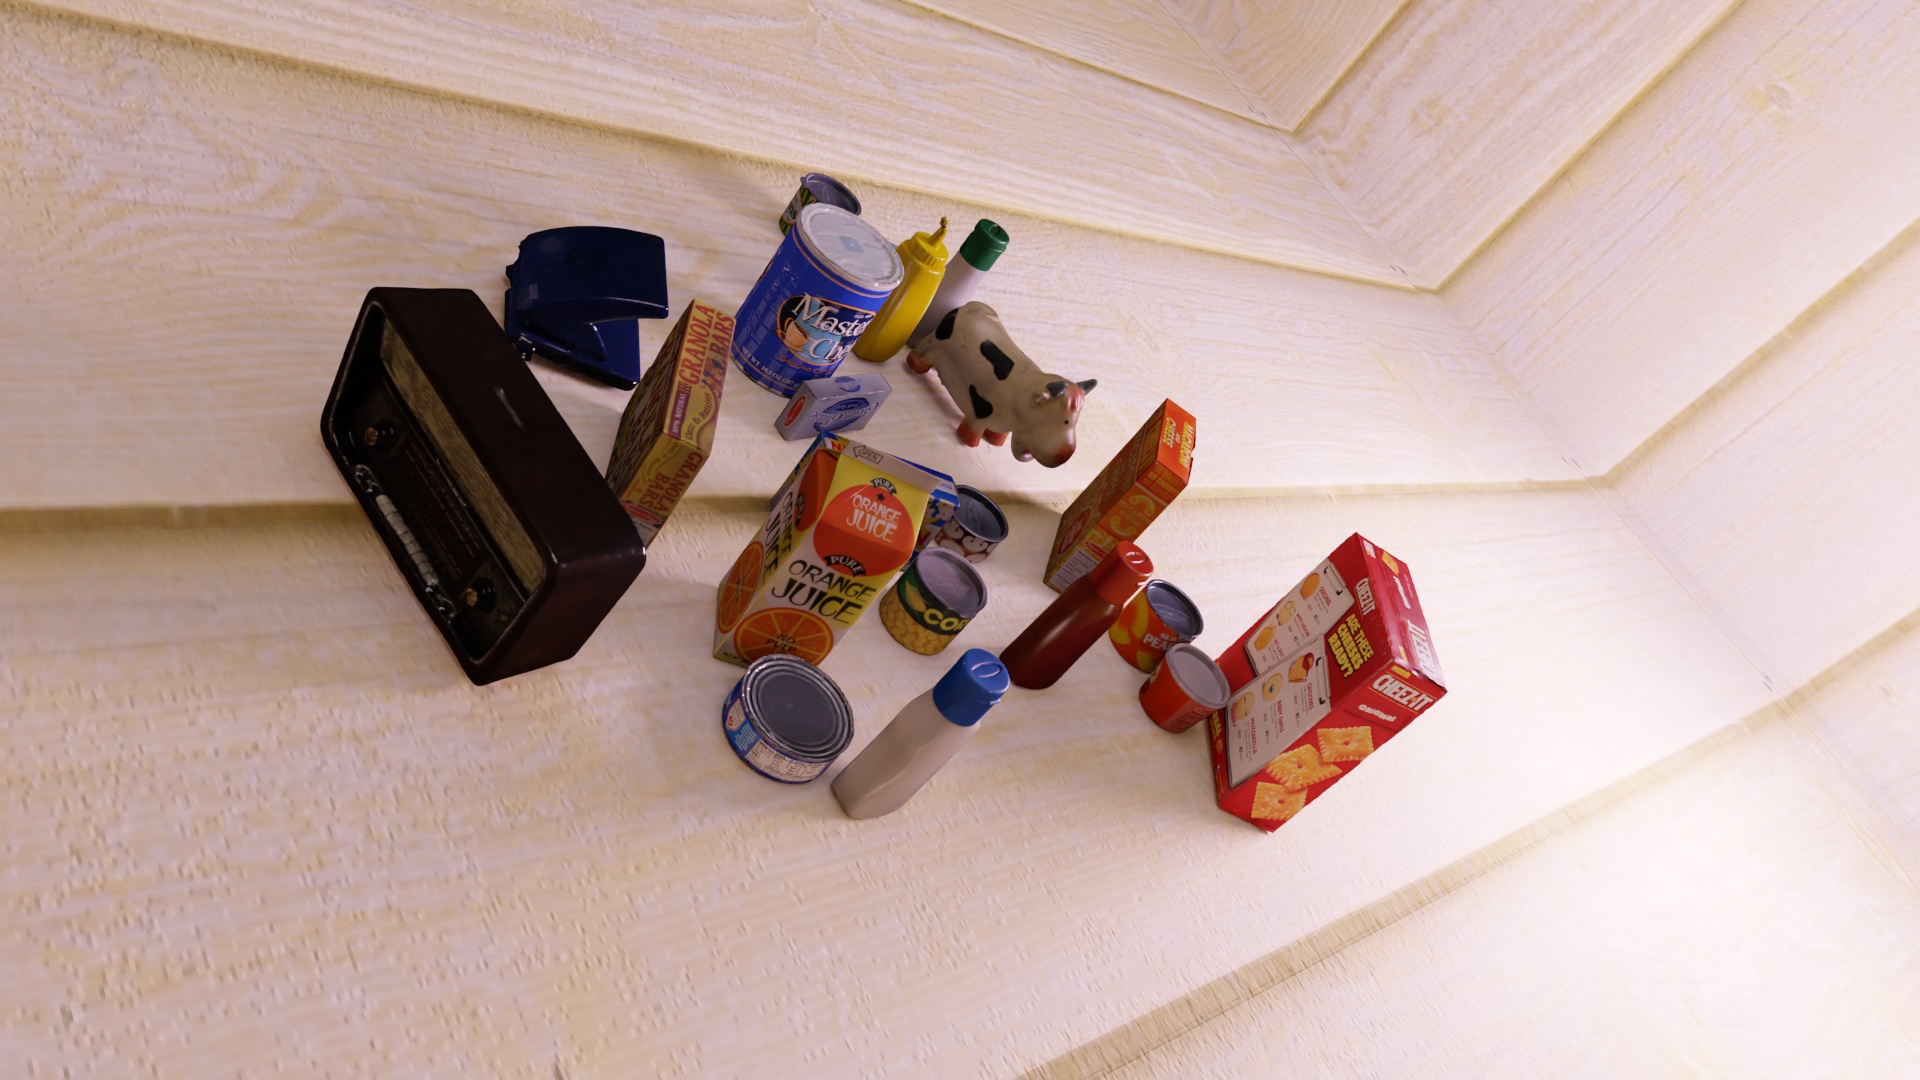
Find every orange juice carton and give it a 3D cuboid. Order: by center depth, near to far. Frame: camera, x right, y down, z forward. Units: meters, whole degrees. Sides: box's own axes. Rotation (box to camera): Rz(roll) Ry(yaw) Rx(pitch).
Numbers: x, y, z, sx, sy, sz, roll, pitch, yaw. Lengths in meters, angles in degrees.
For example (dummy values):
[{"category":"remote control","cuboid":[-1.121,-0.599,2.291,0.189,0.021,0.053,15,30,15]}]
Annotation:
[{"category":"orange juice carton","cuboid":[-0.092,0.008,0.947,0.072,0.191,0.073,24,36,-25]}]

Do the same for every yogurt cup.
[{"category":"yogurt cup","cuboid":[0.194,0.132,1.217,0.072,0.053,0.073,27,35,-21]}]

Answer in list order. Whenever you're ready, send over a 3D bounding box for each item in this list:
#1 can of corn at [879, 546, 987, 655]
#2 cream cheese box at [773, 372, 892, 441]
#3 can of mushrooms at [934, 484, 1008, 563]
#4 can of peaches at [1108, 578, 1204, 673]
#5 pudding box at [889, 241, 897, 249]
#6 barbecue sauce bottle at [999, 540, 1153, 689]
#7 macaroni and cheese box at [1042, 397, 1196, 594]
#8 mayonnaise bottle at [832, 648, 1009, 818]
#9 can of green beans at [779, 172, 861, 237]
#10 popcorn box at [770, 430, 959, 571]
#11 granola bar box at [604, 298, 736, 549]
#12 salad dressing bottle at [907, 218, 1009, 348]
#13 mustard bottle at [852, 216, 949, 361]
[{"category":"can of corn","cuboid":[-0.021,0.050,1.093,0.071,0.058,0.071,27,35,-21]},{"category":"cream cheese box","cuboid":[-0.110,-0.117,1.204,0.024,0.053,0.104,52,34,16]},{"category":"can of mushrooms","cuboid":[0.004,-0.015,1.218,0.071,0.033,0.071,27,35,-21]},{"category":"can of peaches","cuboid":[0.177,0.080,1.258,0.071,0.057,0.071,27,35,-21]},{"category":"pudding box","cuboid":[-0.074,-0.262,1.414,0.030,0.049,0.084,24,36,-25]},{"category":"barbecue sauce bottle","cuboid":[0.096,0.061,1.116,0.065,0.148,0.044,-1,51,-46]},{"category":"macaroni and cheese box","cuboid":[0.147,-0.037,1.265,0.040,0.165,0.124,35,33,-9]},{"category":"mayonnaise bottle","cuboid":[-0.023,0.128,0.916,0.065,0.147,0.041,-6,55,-49]},{"category":"can of green beans","cuboid":[-0.144,-0.332,1.419,0.071,0.057,0.071,27,35,-21]},{"category":"popcorn box","cuboid":[-0.076,-0.029,1.107,0.127,0.085,0.038,19,39,-30]},{"category":"granola bar box","cuboid":[-0.212,-0.078,0.990,0.039,0.123,0.166,26,36,-22]},{"category":"salad dressing bottle","cuboid":[-0.006,-0.254,1.384,0.044,0.147,0.064,37,33,-6]},{"category":"mustard bottle","cuboid":[-0.052,-0.241,1.311,0.049,0.159,0.065,5,47,-43]}]
